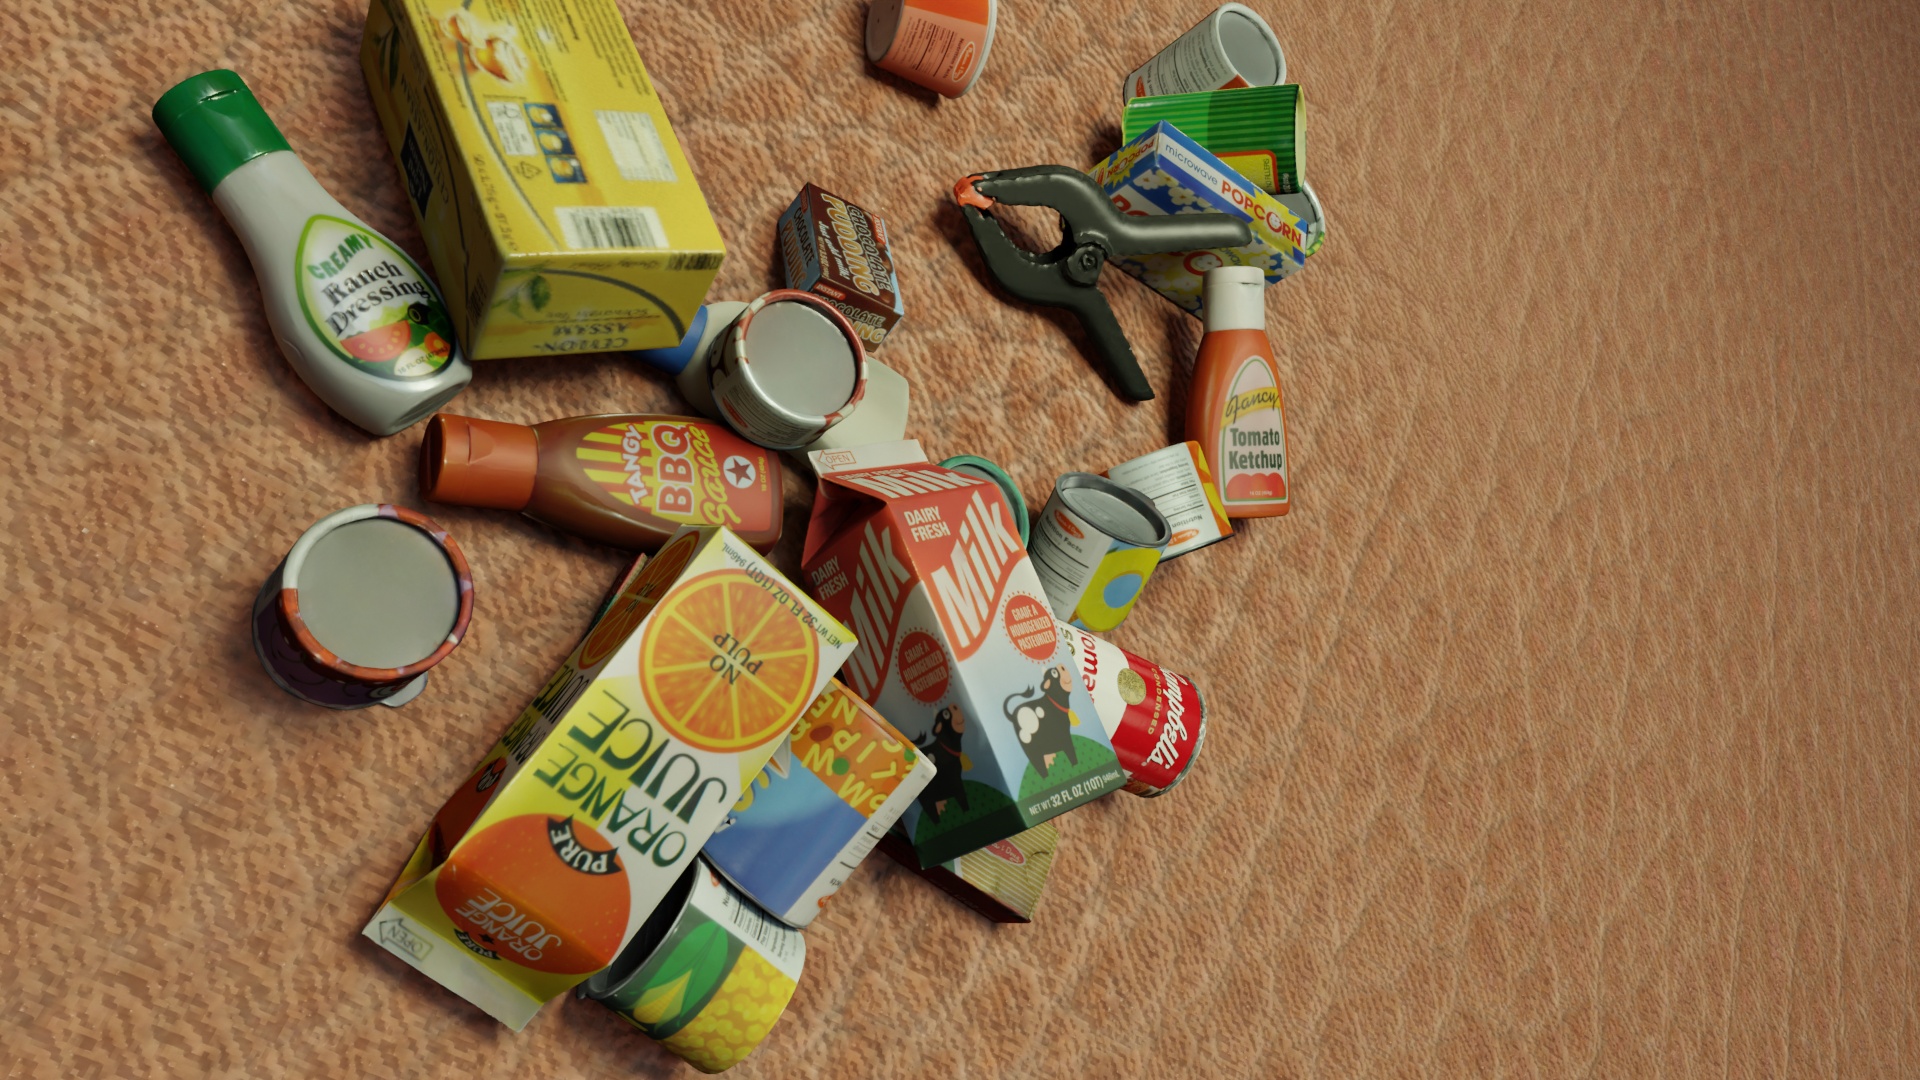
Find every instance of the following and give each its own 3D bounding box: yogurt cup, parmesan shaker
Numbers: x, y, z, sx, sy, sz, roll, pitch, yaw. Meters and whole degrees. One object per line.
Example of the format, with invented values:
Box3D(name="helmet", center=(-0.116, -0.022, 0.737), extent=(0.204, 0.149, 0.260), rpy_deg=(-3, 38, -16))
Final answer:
Box3D(name="yogurt cup", center=(-0.019, -0.287, 0.777), extent=(0.054, 0.072, 0.072), rpy_deg=(7, 70, -27))
Box3D(name="parmesan shaker", center=(0.156, -0.244, 0.853), extent=(0.071, 0.103, 0.071), rpy_deg=(0, 91, -70))

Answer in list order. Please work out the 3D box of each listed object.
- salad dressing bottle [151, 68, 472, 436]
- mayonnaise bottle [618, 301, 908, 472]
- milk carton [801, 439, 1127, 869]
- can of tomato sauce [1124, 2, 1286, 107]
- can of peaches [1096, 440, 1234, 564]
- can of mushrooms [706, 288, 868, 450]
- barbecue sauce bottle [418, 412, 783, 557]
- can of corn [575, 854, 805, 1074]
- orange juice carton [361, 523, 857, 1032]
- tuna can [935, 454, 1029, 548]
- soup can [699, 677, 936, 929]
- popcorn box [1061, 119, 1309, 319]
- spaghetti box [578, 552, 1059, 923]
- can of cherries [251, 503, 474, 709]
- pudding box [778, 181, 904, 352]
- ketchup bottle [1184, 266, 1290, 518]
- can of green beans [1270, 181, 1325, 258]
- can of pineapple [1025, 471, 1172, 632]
Box3D(name="salad dressing bottle", center=(-0.256, -0.113, 0.548), extent=(0.147, 0.044, 0.064), rpy_deg=(55, 48, -8))
Box3D(name="mayonnaise bottle", center=(-0.096, -0.079, 0.659), extent=(0.148, 0.041, 0.065), rpy_deg=(24, 58, -27))
Box3D(name="milk carton", center=(-0.008, 0.041, 0.629), extent=(0.072, 0.073, 0.191), rpy_deg=(-10, 73, -46))
Box3D(name="can of tomato sauce", center=(0.160, -0.298, 0.901), extent=(0.071, 0.083, 0.071), rpy_deg=(13, 67, -33))
Box3D(name="can of peaches", center=(0.112, -0.018, 0.778), extent=(0.071, 0.071, 0.058), rpy_deg=(-16, 84, -39))
Box3D(name="can of mushrooms", center=(-0.076, -0.079, 0.623), extent=(0.071, 0.033, 0.071), rpy_deg=(12, 67, -31))
Box3D(name="barbecue sauce bottle", center=(-0.151, -0.026, 0.595), extent=(0.149, 0.043, 0.065), rpy_deg=(6, 64, -35))
Box3D(name="can of corn", center=(-0.105, 0.168, 0.548), extent=(0.058, 0.071, 0.071), rpy_deg=(42, 54, -18))
Box3D(name="orange juice carton", center=(-0.132, 0.088, 0.530), extent=(0.071, 0.073, 0.193), rpy_deg=(43, 74, -19))
Box3D(name="tuna can", center=(0.003, -0.009, 0.712), extent=(0.071, 0.032, 0.071), rpy_deg=(13, 67, -33))
Box3D(name="soup can", center=(-0.063, 0.103, 0.569), extent=(0.071, 0.071, 0.084), rpy_deg=(43, 84, -18))
Box3D(name="popcorn box", center=(0.137, -0.191, 0.844), extent=(0.126, 0.085, 0.038), rpy_deg=(26, 60, -28))
Box3D(name="spaghetti box", center=(-0.058, 0.095, 0.631), extent=(0.250, 0.028, 0.050), rpy_deg=(37, 56, -21))
Box3D(name="can of cherries", center=(-0.219, 0.027, 0.515), extent=(0.071, 0.058, 0.072), rpy_deg=(13, 66, -33))
Box3D(name="pudding box", center=(-0.060, -0.136, 0.693), extent=(0.049, 0.030, 0.084), rpy_deg=(21, 38, -31))
Box3D(name="ketchup bottle", center=(0.164, -0.087, 0.831), extent=(0.065, 0.043, 0.148), rpy_deg=(-2, 90, -27))
Box3D(name="can of green beans", center=(0.196, -0.205, 0.912), extent=(0.071, 0.057, 0.071), rpy_deg=(13, 67, -33))
Box3D(name="can of pineapple", center=(0.069, 0.006, 0.724), extent=(0.071, 0.057, 0.071), rpy_deg=(20, 27, -11))
